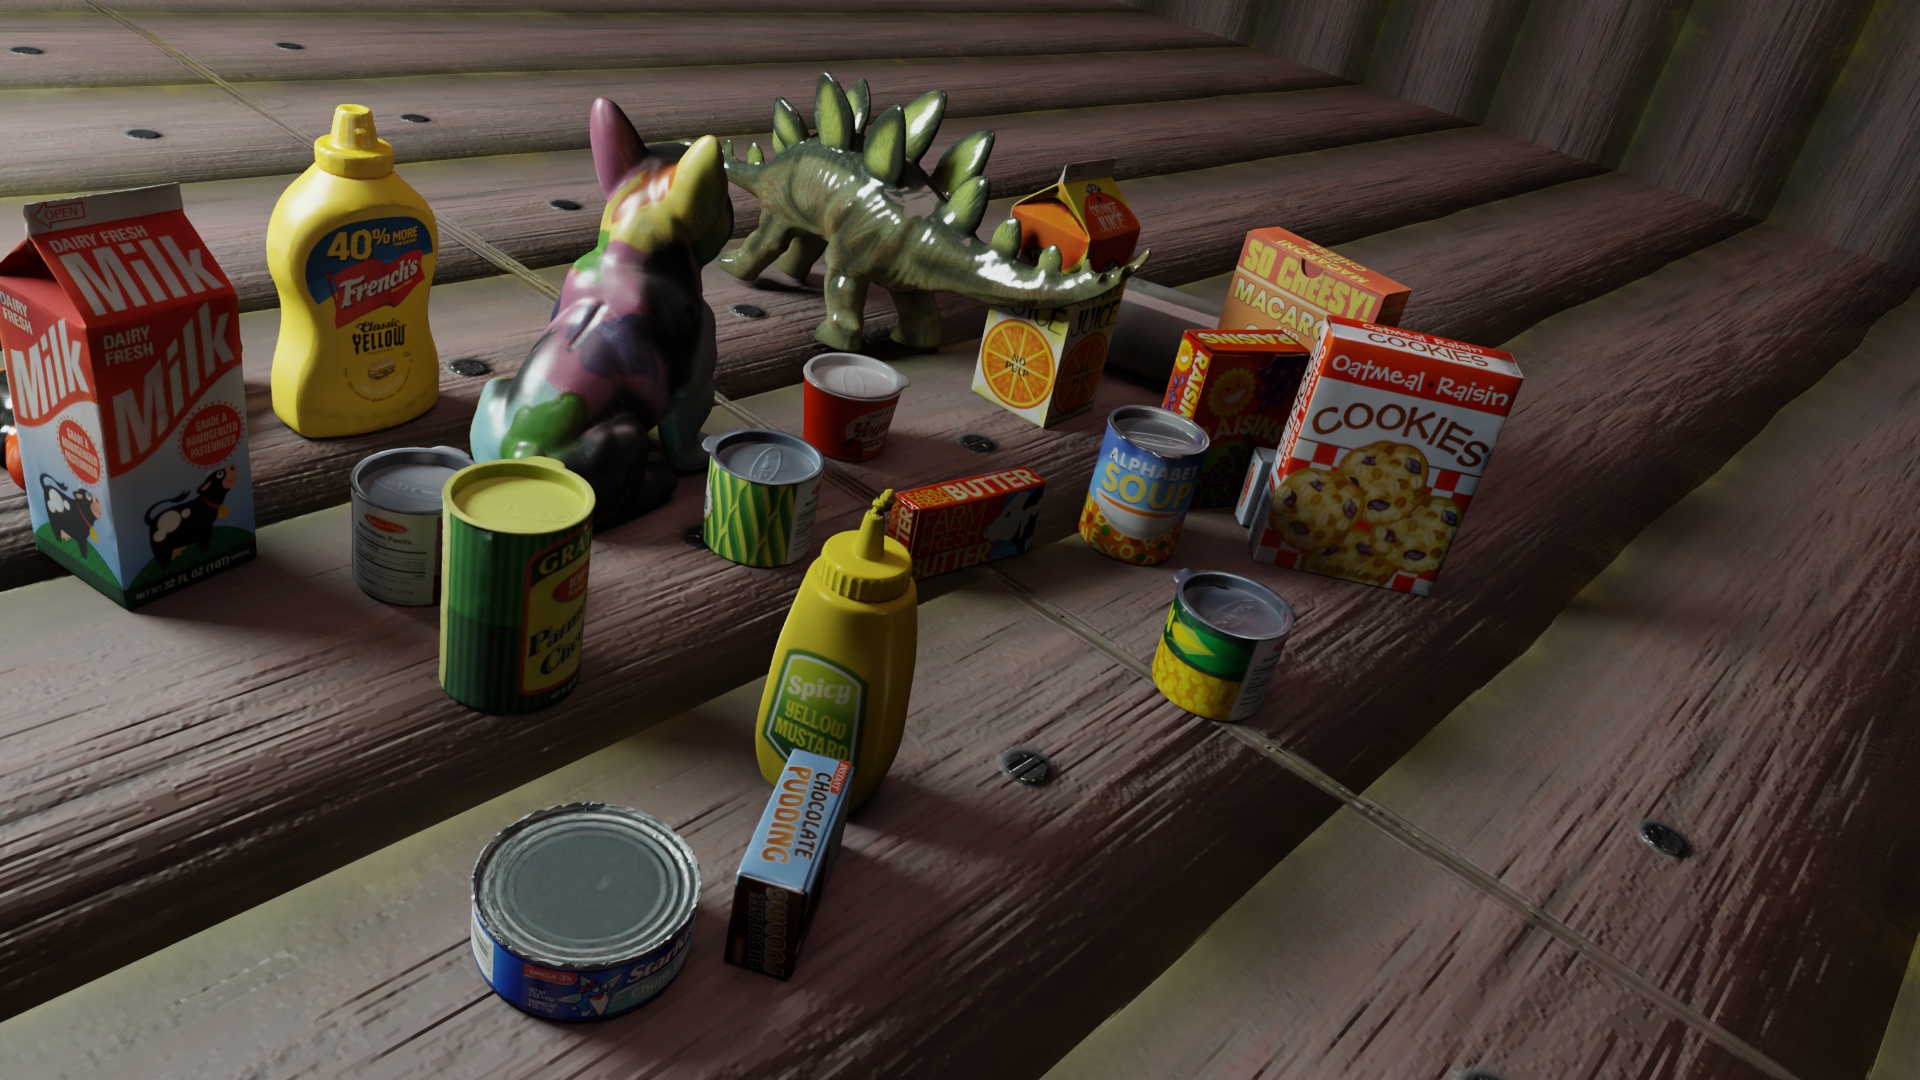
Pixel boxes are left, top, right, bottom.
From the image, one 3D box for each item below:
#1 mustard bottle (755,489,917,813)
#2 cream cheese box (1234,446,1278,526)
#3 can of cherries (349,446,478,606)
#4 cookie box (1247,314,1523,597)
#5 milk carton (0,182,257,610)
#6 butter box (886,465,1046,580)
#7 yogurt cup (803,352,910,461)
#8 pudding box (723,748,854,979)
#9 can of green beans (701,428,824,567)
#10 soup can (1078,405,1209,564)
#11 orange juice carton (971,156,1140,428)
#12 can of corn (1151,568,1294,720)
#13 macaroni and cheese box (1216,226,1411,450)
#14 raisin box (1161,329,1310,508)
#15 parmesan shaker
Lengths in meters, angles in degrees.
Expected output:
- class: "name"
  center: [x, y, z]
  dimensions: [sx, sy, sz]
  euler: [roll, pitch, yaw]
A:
- class: "mustard bottle"
  center: [-0.051, 0.047, 0.616]
  dimensions: [0.065, 0.159, 0.049]
  euler: [20, 30, 13]
- class: "cream cheese box"
  center: [0.249, -0.031, 0.972]
  dimensions: [0.104, 0.053, 0.024]
  euler: [7, 30, -10]
- class: "can of cherries"
  center: [-0.279, -0.008, 0.722]
  dimensions: [0.071, 0.058, 0.072]
  euler: [10, 30, -6]
- class: "cookie box"
  center: [0.272, -0.054, 0.905]
  dimensions: [0.123, 0.166, 0.040]
  euler: [12, 30, -2]
- class: "milk carton"
  center: [-0.392, -0.072, 0.654]
  dimensions: [0.073, 0.189, 0.073]
  euler: [25, 32, 21]
- class: "butter box"
  center: [0.003, -0.011, 0.841]
  dimensions: [0.104, 0.052, 0.024]
  euler: [-13, 39, -38]
- class: "yogurt cup"
  center: [-0.076, -0.090, 0.944]
  dimensions: [0.072, 0.053, 0.073]
  euler: [10, 30, -6]
- class: "pudding box"
  center: [-0.069, 0.131, 0.575]
  dimensions: [0.030, 0.049, 0.084]
  euler: [15, 30, 3]
- class: "can of green beans"
  center: [-0.116, -0.025, 0.815]
  dimensions: [0.071, 0.057, 0.071]
  euler: [10, 30, -6]
- class: "soup can"
  center: [0.117, -0.034, 0.896]
  dimensions: [0.071, 0.083, 0.072]
  euler: [10, 30, -6]
- class: "orange juice carton"
  center: [0.075, -0.189, 1.034]
  dimensions: [0.073, 0.191, 0.072]
  euler: [30, 34, 28]
- class: "can of corn"
  center: [0.143, 0.057, 0.776]
  dimensions: [0.071, 0.058, 0.071]
  euler: [10, 30, -6]
- class: "macaroni and cheese box"
  center: [0.244, -0.130, 1.025]
  dimensions: [0.040, 0.165, 0.124]
  euler: [-16, 40, -40]
- class: "raisin box"
  center: [0.183, -0.084, 0.966]
  dimensions: [0.086, 0.122, 0.040]
  euler: [-3, 33, -26]
- class: "parmesan shaker"
  center: [-0.208, 0.021, 0.655]
  dimensions: [0.071, 0.102, 0.071]
  euler: [10, 30, -6]
